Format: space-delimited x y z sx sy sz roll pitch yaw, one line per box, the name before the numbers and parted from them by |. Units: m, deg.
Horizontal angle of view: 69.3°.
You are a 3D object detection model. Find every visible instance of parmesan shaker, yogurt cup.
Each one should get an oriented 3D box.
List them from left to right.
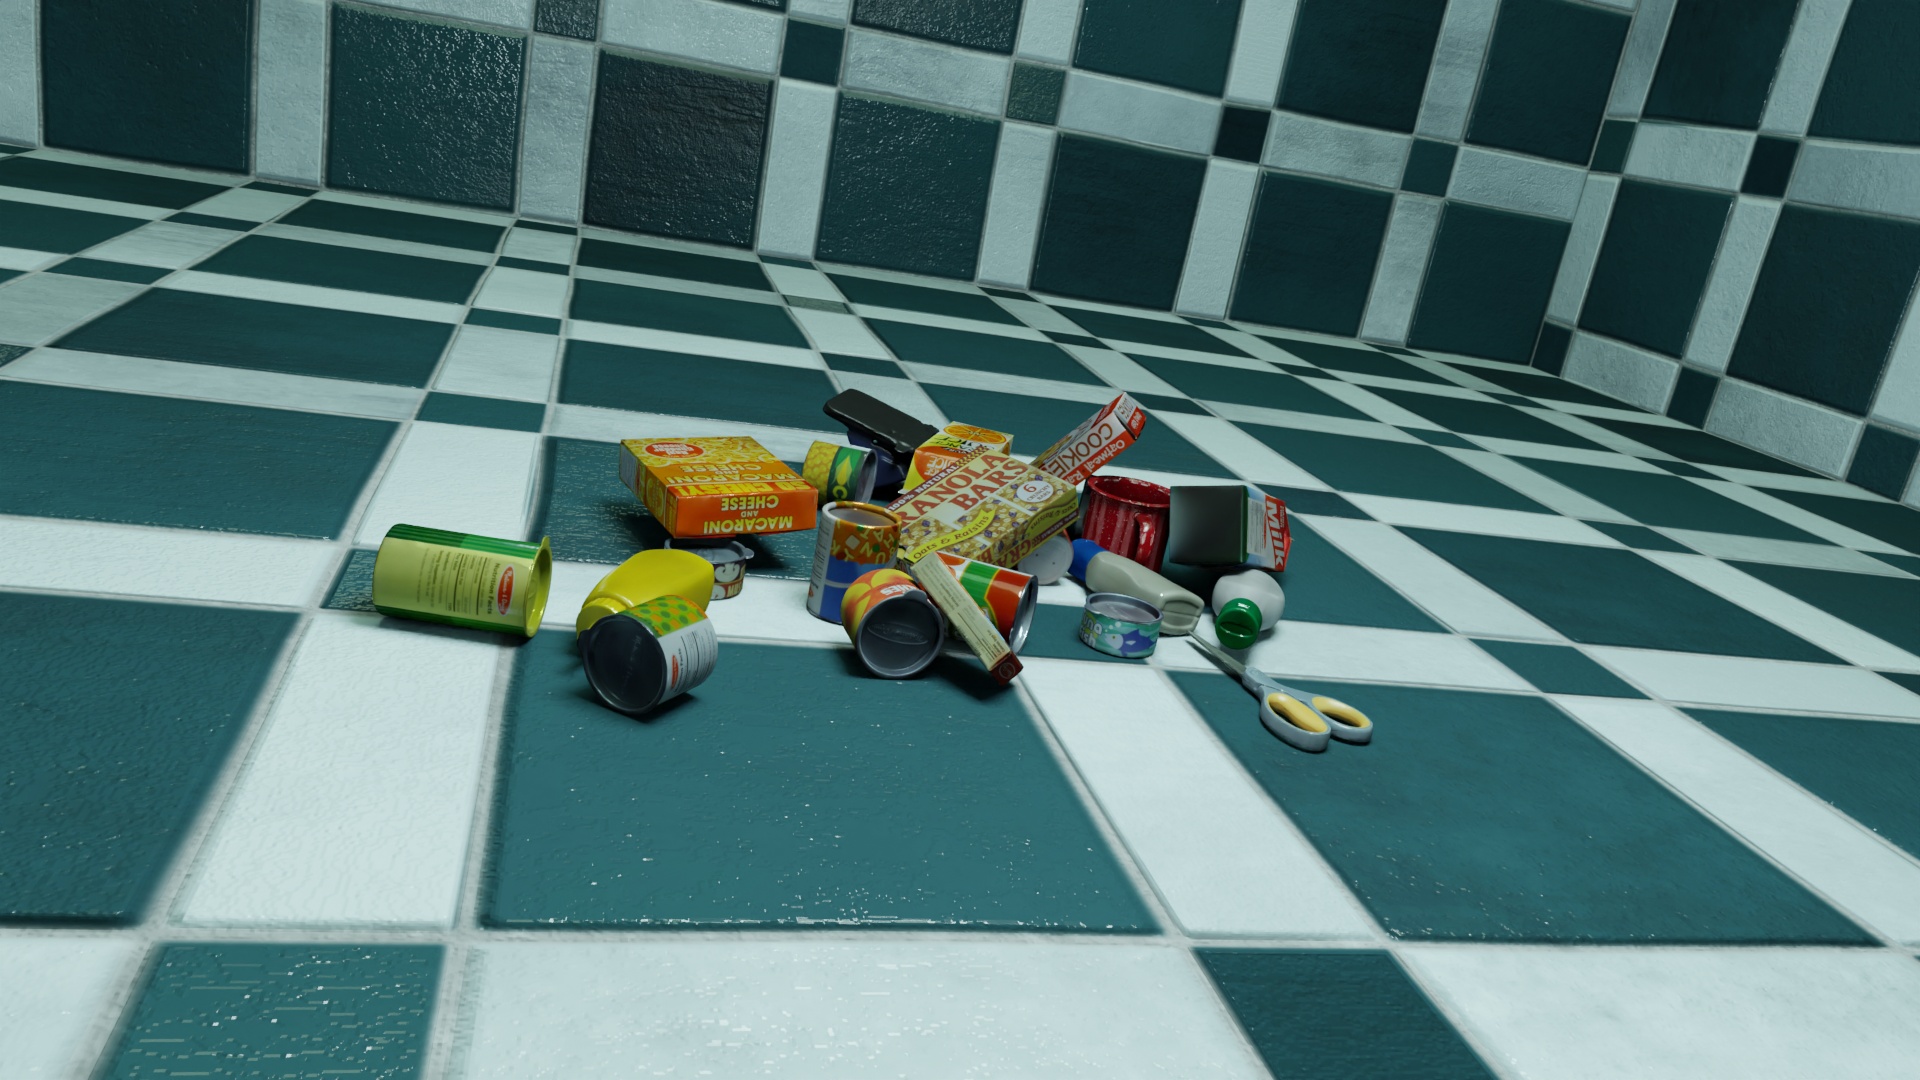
parmesan shaker | -0.343 0.024 0.962 0.103 0.071 0.071 9 17 -4
yogurt cup | 0.070 0.005 1.275 0.072 0.072 0.054 4 27 -20

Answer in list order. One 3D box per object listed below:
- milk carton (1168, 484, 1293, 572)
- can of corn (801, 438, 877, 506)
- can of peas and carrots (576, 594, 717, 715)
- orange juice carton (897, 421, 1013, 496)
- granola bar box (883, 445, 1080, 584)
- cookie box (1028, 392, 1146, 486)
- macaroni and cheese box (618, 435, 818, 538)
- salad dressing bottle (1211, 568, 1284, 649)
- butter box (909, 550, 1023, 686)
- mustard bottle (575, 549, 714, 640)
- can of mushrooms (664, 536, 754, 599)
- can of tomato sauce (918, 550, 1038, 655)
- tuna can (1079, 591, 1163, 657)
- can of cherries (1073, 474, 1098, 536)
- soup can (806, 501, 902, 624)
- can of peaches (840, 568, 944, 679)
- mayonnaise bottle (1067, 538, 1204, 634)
milk carton | 0.265 -0.007 1.341 0.072 0.073 0.191 -1 -5 28
can of corn | -0.120 -0.062 1.370 0.058 0.071 0.071 13 17 10
can of peas and carrots | -0.203 0.072 0.902 0.071 0.070 0.059 17 18 21
orange juice carton | -0.005 -0.064 1.427 0.072 0.072 0.193 14 18 10
granola bar box | 0.004 -0.015 1.227 0.166 0.038 0.124 -34 42 -30
cookie box | 0.108 -0.078 1.409 0.040 0.167 0.123 51 18 -5
macaroni and cheese box | -0.211 -0.048 1.197 0.124 0.040 0.167 -4 22 -28
salad dressing bottle | 0.249 0.060 1.217 0.064 0.044 0.148 17 14 14
butter box | 0.005 0.057 1.029 0.104 0.024 0.053 51 -2 23
mustard bottle | -0.232 0.048 0.989 0.065 0.048 0.161 14 19 13
can of mushrooms | -0.203 0.021 1.115 0.071 0.033 0.071 9 17 -3
can of tomato sauce | 0.011 0.051 1.095 0.083 0.071 0.071 15 18 15
tuna can | 0.131 0.070 1.155 0.071 0.032 0.071 10 17 -3
can of cherries | 0.151 -0.032 1.425 0.058 0.071 0.072 13 17 7
soup can | -0.082 0.018 1.110 0.071 0.083 0.071 10 17 -3
can of peaches | -0.050 0.058 1.025 0.071 0.071 0.058 4 17 -19
mayonnaise bottle | 0.149 0.039 1.248 0.065 0.041 0.148 11 12 -37
